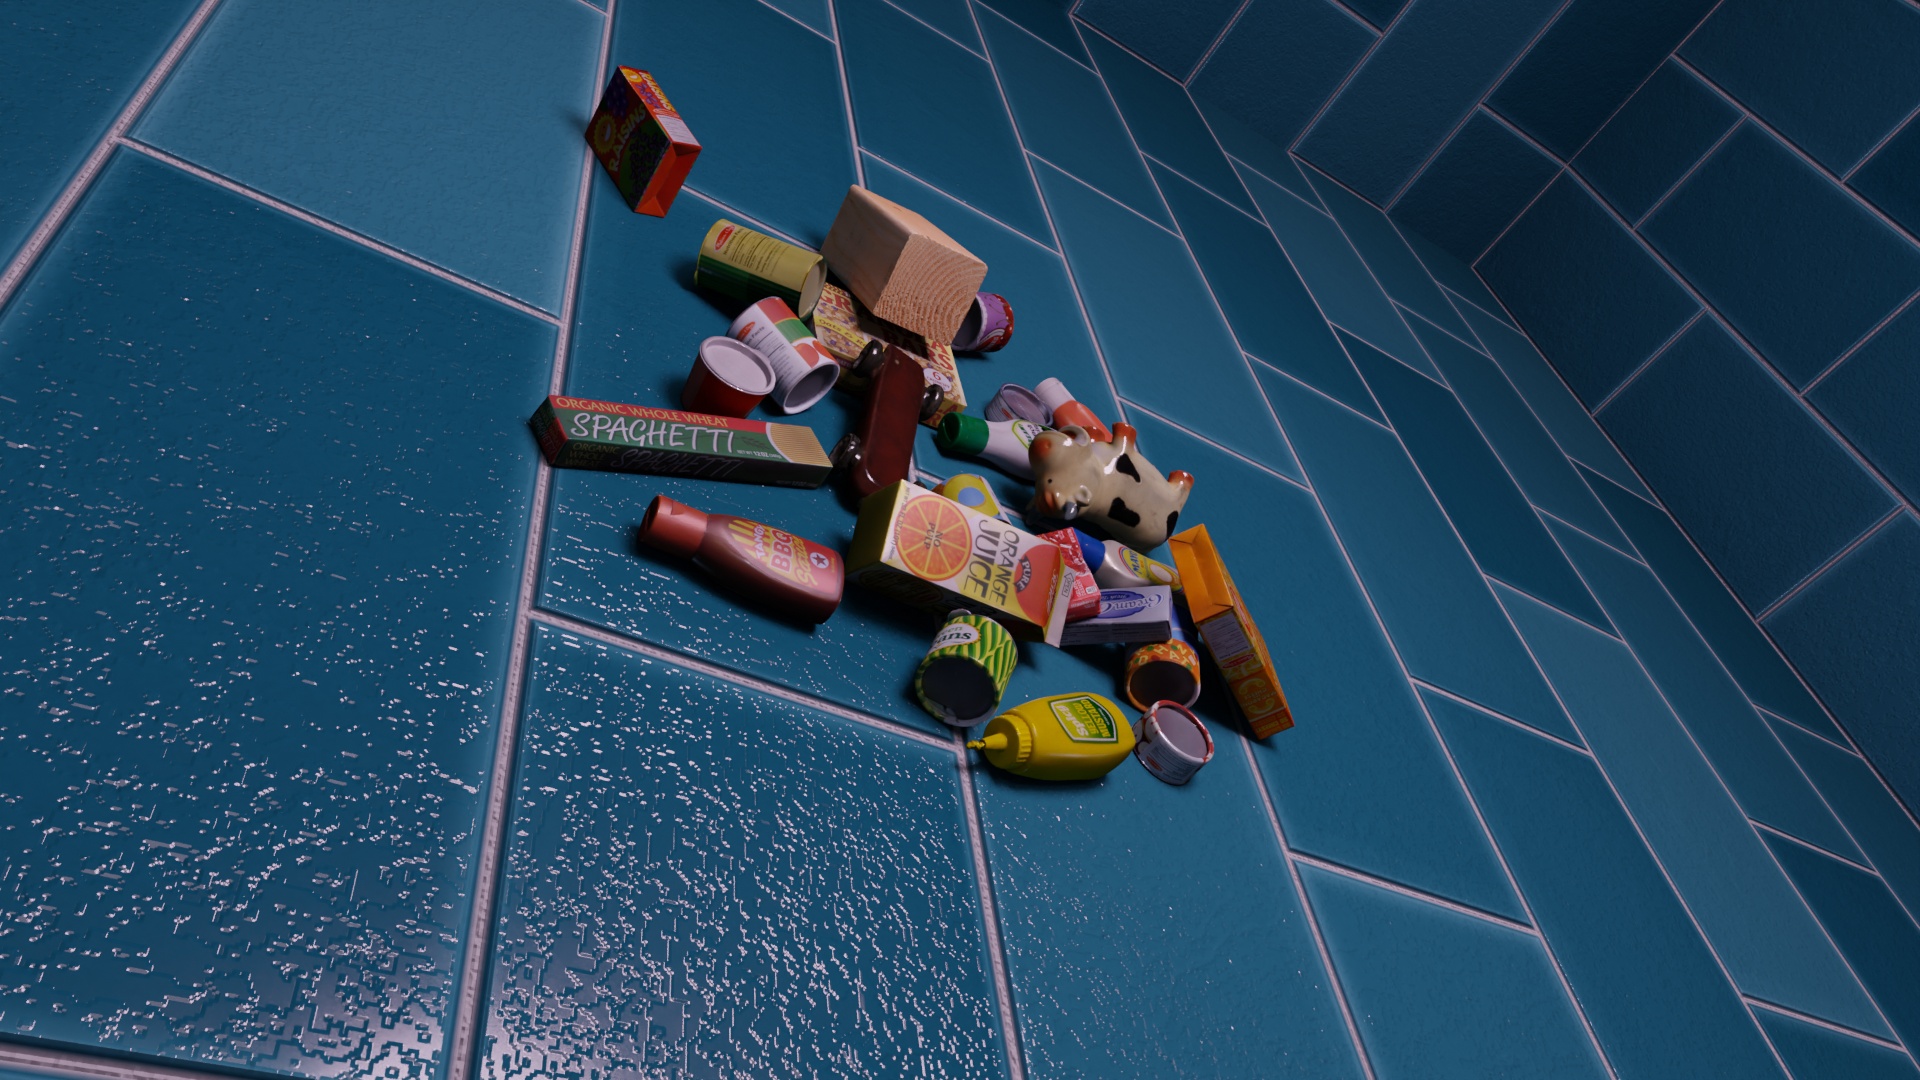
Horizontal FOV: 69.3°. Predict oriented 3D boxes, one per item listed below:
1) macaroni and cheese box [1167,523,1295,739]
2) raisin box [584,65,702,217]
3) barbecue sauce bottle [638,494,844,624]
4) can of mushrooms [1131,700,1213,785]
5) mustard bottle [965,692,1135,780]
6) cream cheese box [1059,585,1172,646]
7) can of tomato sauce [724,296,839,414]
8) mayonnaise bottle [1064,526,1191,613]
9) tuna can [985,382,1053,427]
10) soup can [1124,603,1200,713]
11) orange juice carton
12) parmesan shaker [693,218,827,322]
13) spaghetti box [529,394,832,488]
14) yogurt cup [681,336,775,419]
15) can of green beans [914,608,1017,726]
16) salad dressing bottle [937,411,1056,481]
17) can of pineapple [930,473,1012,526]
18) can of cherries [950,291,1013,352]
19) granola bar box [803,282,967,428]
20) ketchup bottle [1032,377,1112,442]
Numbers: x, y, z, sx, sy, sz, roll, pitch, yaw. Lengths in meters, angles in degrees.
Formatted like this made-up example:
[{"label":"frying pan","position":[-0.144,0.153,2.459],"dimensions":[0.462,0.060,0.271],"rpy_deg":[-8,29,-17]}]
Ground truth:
[{"label":"macaroni and cheese box","position":[0.248,0.084,1.278],"dimensions":[0.166,0.040,0.124],"rpy_deg":[57,16,-34]},{"label":"raisin box","position":[-0.308,-0.387,1.346],"dimensions":[0.040,0.085,0.124],"rpy_deg":[-4,50,-48]},{"label":"barbecue sauce bottle","position":[-0.159,0.011,1.012],"dimensions":[0.148,0.043,0.065],"rpy_deg":[23,34,-24]},{"label":"can of mushrooms","position":[0.178,0.168,1.172],"dimensions":[0.071,0.033,0.071],"rpy_deg":[27,32,-18]},{"label":"mustard bottle","position":[0.065,0.151,1.057],"dimensions":[0.160,0.048,0.065],"rpy_deg":[3,44,-46]},{"label":"cream cheese box","position":[0.132,0.066,1.211],"dimensions":[0.104,0.024,0.054],"rpy_deg":[-4,33,11]},{"label":"can of tomato sauce","position":[-0.156,-0.163,1.226],"dimensions":[0.083,0.071,0.071],"rpy_deg":[48,31,14]},{"label":"mayonnaise bottle","position":[0.157,0.033,1.323],"dimensions":[0.148,0.041,0.065],"rpy_deg":[26,34,-22]},{"label":"tuna can","position":[0.063,-0.130,1.450],"dimensions":[0.071,0.032,0.071],"rpy_deg":[27,32,-19]},{"label":"soup can","position":[0.175,0.103,1.224],"dimensions":[0.071,0.071,0.084],"rpy_deg":[32,31,-12]},{"label":"orange juice carton","position":[0.009,0.024,1.120],"dimensions":[0.193,0.073,0.072],"rpy_deg":[23,68,-25]},{"label":"parmesan shaker","position":[-0.184,-0.246,1.282],"dimensions":[0.103,0.071,0.071],"rpy_deg":[22,29,8]},{"label":"spaghetti box","position":[-0.210,-0.075,1.086],"dimensions":[0.250,0.028,0.050],"rpy_deg":[3,44,-45]},{"label":"yogurt cup","position":[-0.195,-0.127,1.148],"dimensions":[0.072,0.053,0.073],"rpy_deg":[27,32,-19]},{"label":"can of green beans","position":[0.004,0.098,1.047],"dimensions":[0.071,0.071,0.058],"rpy_deg":[36,30,-4]},{"label":"salad dressing bottle","position":[0.044,-0.095,1.372],"dimensions":[0.148,0.043,0.064],"rpy_deg":[10,48,-39]},{"label":"can of pineapple","position":[0.004,-0.015,1.201],"dimensions":[0.071,0.070,0.058],"rpy_deg":[10,40,-40]},{"label":"can of cherries","position":[0.017,-0.236,1.513],"dimensions":[0.058,0.071,0.071],"rpy_deg":[-4,51,-51]},{"label":"granola bar box","position":[-0.081,-0.183,1.360],"dimensions":[0.165,0.039,0.125],"rpy_deg":[20,34,-28]},{"label":"ketchup bottle","position":[0.132,-0.112,1.490],"dimensions":[0.065,0.043,0.149],"rpy_deg":[-4,50,-49]}]
